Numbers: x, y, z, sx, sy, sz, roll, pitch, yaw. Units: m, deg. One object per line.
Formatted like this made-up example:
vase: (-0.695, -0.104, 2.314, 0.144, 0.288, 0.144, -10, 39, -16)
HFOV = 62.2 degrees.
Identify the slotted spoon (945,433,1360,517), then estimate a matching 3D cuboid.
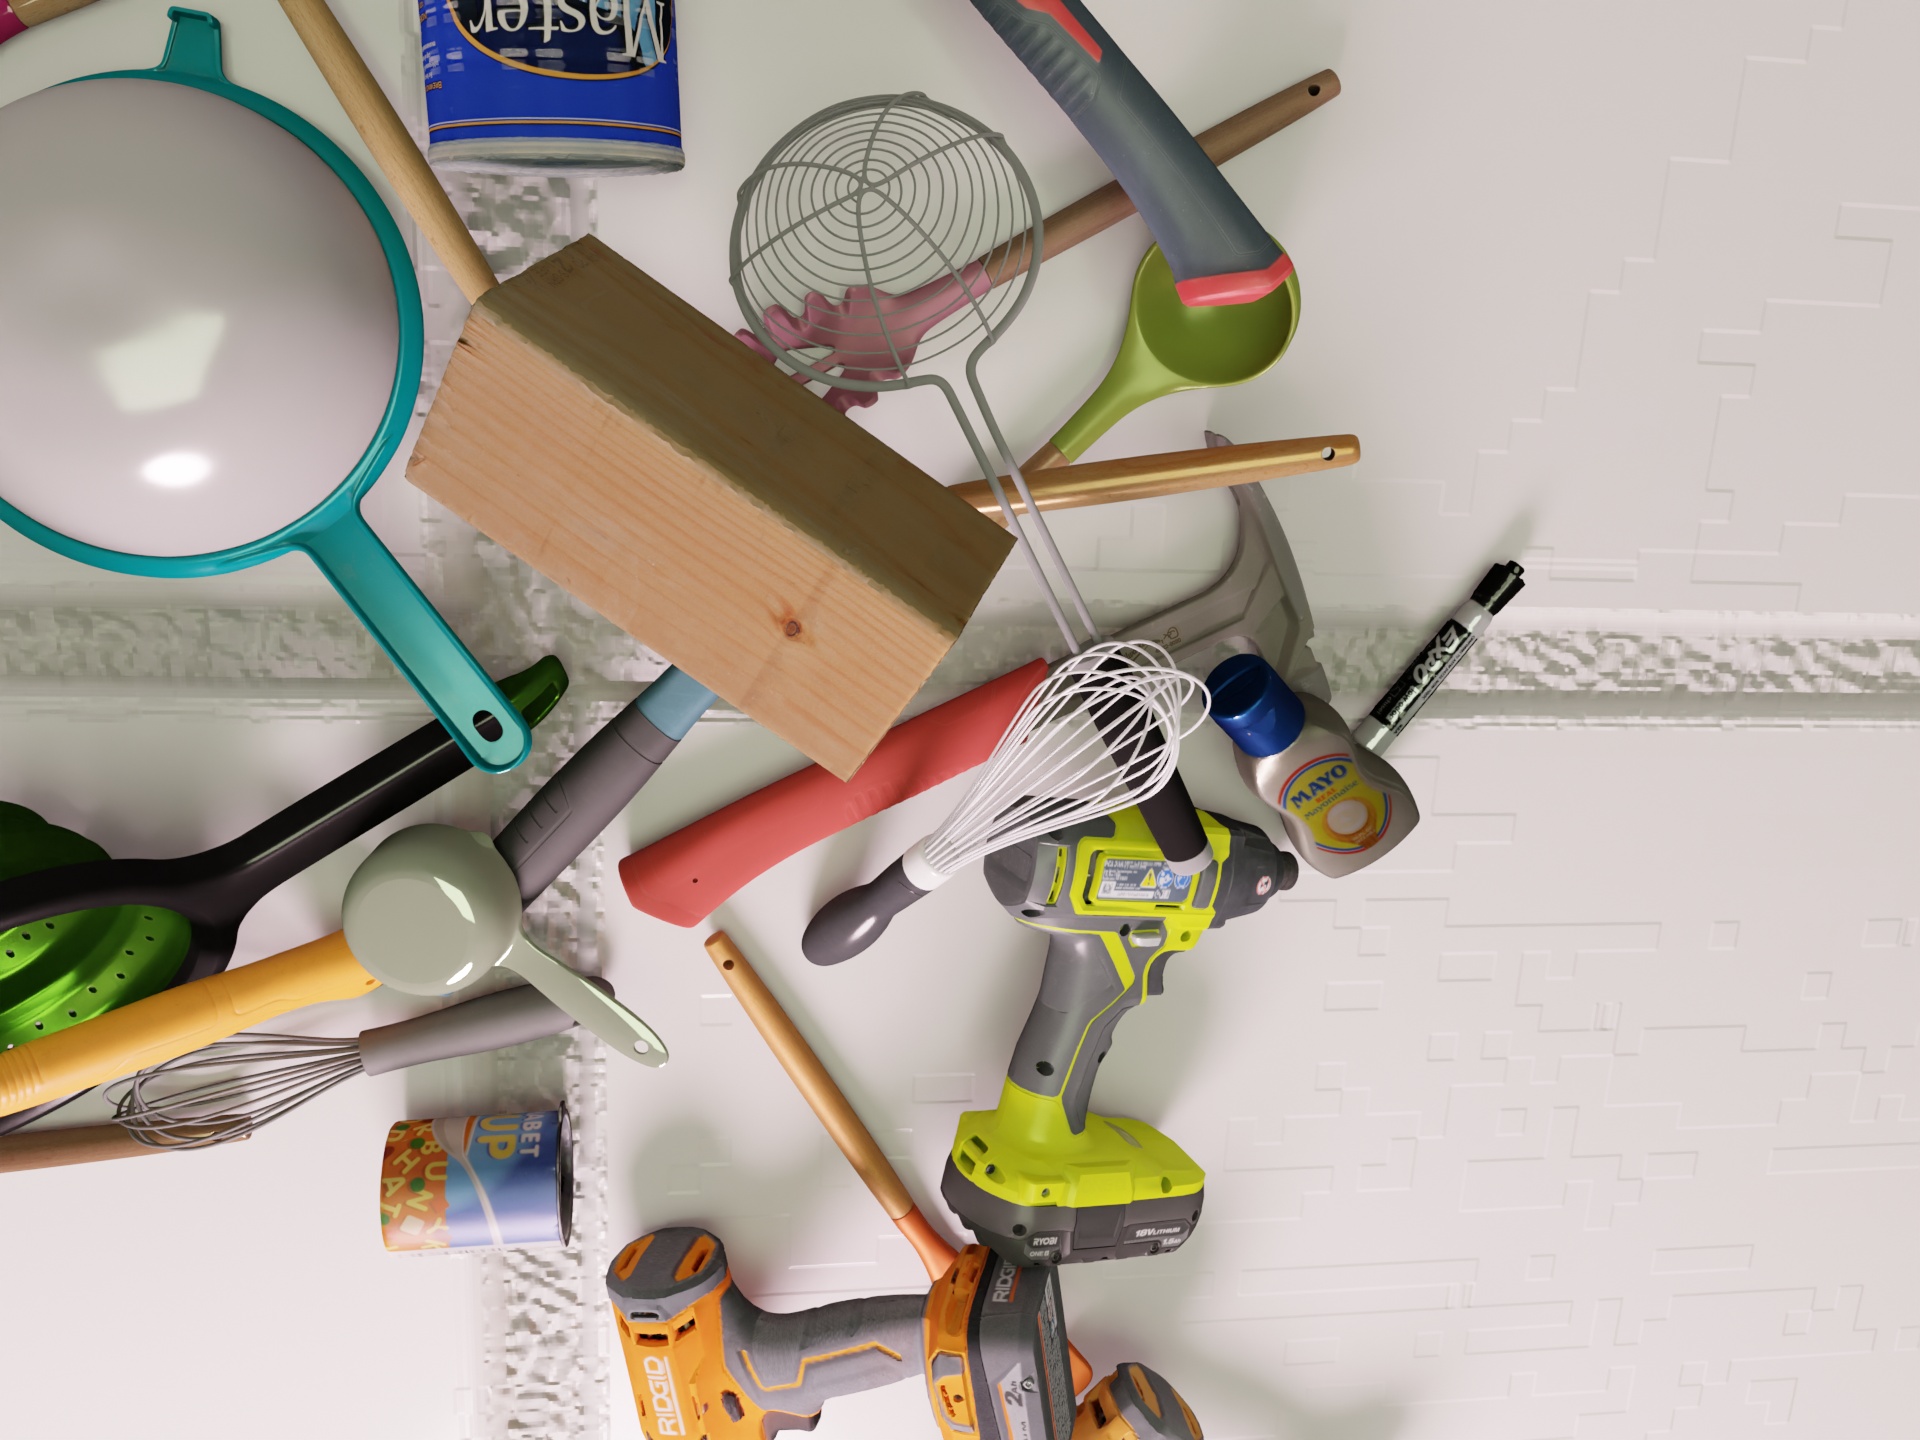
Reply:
slotted spoon: (0.020, -0.103, 0.715, 0.314, 0.031, 0.070, -6, 106, 6)

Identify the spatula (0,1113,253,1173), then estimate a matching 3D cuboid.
spatula: (-0.505, 0.211, 0.762, 0.316, 0.018, 0.059, -4, 105, -7)

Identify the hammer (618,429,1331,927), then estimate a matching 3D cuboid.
hammer: (-0.001, -0.002, 0.774, 0.359, 0.037, 0.149, -25, 107, -2)

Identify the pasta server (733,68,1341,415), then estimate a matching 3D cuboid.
pasta server: (0.036, -0.217, 0.722, 0.316, 0.040, 0.060, -29, 98, -2)

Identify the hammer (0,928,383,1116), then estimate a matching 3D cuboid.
hammer: (-0.389, 0.144, 0.646, 0.034, 0.337, 0.127, 54, 134, 17)

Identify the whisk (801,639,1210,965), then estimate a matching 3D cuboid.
whisk: (0.004, 0.049, 0.713, 0.070, 0.070, 0.284, 36, 133, -16)

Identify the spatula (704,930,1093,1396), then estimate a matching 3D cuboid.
spatula: (-0.042, 0.242, 0.831, 0.081, 0.041, 0.322, -31, 106, 1)

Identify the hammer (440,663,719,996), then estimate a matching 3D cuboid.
hammer: (-0.148, 0.007, 0.728, 0.128, 0.033, 0.331, 43, 105, -10)

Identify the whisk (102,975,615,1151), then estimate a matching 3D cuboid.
whisk: (-0.287, 0.159, 0.769, 0.239, 0.055, 0.055, -13, 107, -10)

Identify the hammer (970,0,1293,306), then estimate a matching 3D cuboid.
hammer: (0.015, -0.335, 0.655, 0.143, 0.038, 0.386, -42, 97, 2)

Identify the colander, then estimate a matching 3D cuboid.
colander: (-0.365, 0.057, 0.703, 0.397, 0.204, 0.094, -34, 73, -15)

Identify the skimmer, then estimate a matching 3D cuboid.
skimmer: (0.026, -0.089, 0.691, 0.127, 0.090, 0.363, -29, 116, 0)

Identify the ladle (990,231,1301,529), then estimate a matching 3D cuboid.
ladle: (0.027, -0.107, 0.742, 0.320, 0.062, 0.078, -43, 95, 7)

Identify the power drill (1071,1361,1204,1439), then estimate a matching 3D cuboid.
power drill: (0.108, 0.477, 0.887, 0.226, 0.084, 0.185, 39, 97, -21)

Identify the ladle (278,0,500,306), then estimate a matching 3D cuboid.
ladle: (-0.216, -0.204, 0.678, 0.069, 0.031, 0.315, -42, 111, -34)

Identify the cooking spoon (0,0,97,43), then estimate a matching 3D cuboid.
cooking spoon: (-0.360, -0.300, 0.647, 0.319, 0.017, 0.068, -24, 105, -2)

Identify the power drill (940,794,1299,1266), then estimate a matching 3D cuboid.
power drill: (0.081, 0.151, 0.800, 0.171, 0.080, 0.223, 6, 102, -29)

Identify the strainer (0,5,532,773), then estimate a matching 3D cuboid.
strainer: (-0.291, -0.113, 0.636, 0.211, 0.095, 0.340, -38, 95, -3)

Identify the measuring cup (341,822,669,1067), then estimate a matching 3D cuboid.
measuring cup: (-0.206, 0.115, 0.726, 0.167, 0.038, 0.083, 37, 106, -5)

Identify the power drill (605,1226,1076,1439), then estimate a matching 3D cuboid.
power drill: (-0.060, 0.343, 0.811, 0.226, 0.084, 0.164, -3, 107, 14)
